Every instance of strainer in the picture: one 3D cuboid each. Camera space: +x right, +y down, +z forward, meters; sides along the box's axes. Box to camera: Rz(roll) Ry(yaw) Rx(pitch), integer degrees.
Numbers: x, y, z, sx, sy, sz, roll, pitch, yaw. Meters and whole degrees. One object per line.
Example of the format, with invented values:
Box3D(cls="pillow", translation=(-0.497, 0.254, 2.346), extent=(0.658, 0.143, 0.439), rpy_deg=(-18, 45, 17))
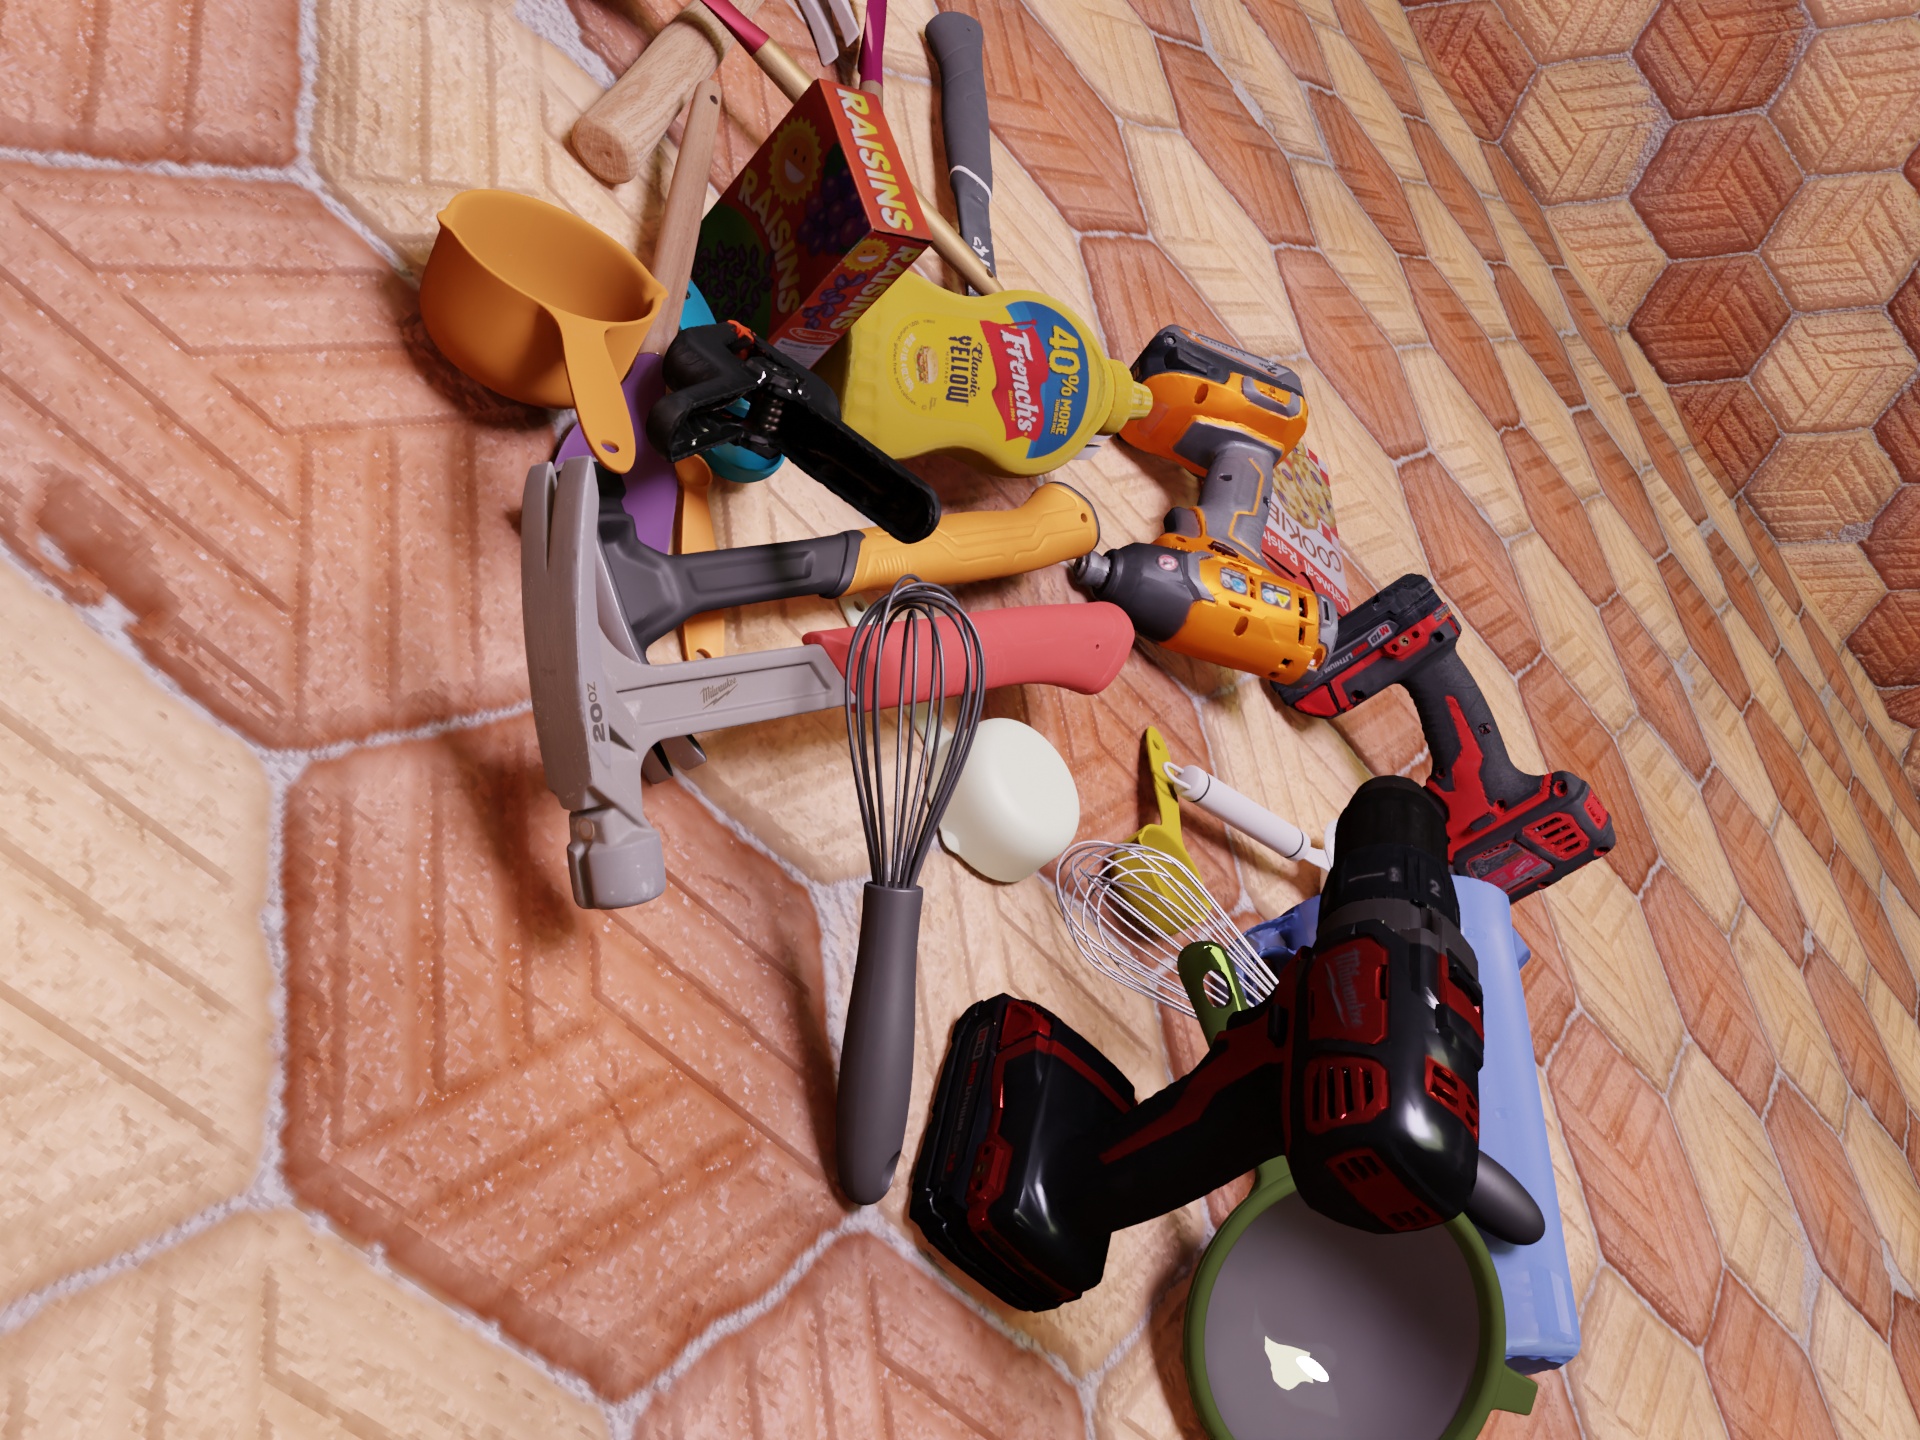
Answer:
Box3D(cls="strainer", translation=(0.144, 0.221, 0.722), extent=(0.151, 0.069, 0.256), rpy_deg=(-20, 87, -13))
Box3D(cls="strainer", translation=(0.200, 0.076, 0.941), extent=(0.258, 0.050, 0.087), rpy_deg=(29, 37, -36))

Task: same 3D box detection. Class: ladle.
Box3D(cls="ladle", translation=(-0.088, -0.335, 0.841), extent=(0.315, 0.031, 0.069), rpy_deg=(41, 40, -22))

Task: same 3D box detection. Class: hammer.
Box3D(cls="hammer", translation=(-0.030, -0.032, 0.661), extent=(0.359, 0.037, 0.149), rpy_deg=(-13, 100, -54))
Box3D(cls="hammer", translation=(-0.135, -0.376, 0.867), extent=(0.130, 0.031, 0.332), rpy_deg=(42, 39, -24))
Box3D(cls="hammer", translation=(-0.036, -0.067, 0.730), extent=(0.337, 0.034, 0.127), rpy_deg=(-17, 84, -50))
Box3D(cls="hammer", translation=(0.013, -0.319, 0.991), extent=(0.149, 0.036, 0.409), rpy_deg=(18, 48, -27))

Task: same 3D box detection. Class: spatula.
Box3D(cls="spatula", translation=(-0.136, -0.180, 0.712), extent=(0.059, 0.018, 0.316), rpy_deg=(31, 51, -37))

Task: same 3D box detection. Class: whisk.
Box3D(cls="whisk", translation=(0.160, 0.152, 0.754), extent=(0.284, 0.070, 0.070), rpy_deg=(38, 35, 4))
Box3D(cls="whisk", translation=(-0.025, 0.064, 0.601), extent=(0.055, 0.055, 0.239), rpy_deg=(5, 91, -50))

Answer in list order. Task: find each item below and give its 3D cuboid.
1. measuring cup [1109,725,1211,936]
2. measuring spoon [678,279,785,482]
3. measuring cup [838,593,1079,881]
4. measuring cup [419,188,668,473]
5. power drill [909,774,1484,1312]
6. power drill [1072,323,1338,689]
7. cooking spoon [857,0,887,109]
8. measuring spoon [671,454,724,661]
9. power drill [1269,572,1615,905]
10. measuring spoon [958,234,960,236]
Box3D(cls="measuring cup", translation=(0.103, 0.056, 0.865), extent=(0.062, 0.029, 0.157), rpy_deg=(43, 26, -25))
Box3D(cls="measuring spoon", translation=(-0.119, -0.160, 0.747), extent=(0.042, 0.021, 0.129), rpy_deg=(-4, 59, -37))
Box3D(cls="measuring cup", translation=(-0.001, -0.002, 0.755), extent=(0.167, 0.038, 0.083), rpy_deg=(56, 35, -2))
Box3D(cls="measuring cup", translation=(-0.156, -0.134, 0.609), extent=(0.095, 0.052, 0.174), rpy_deg=(10, 42, -36))
Box3D(cls="power drill", translation=(0.098, 0.124, 0.621), extent=(0.080, 0.226, 0.188), rpy_deg=(44, 38, -22))
Box3D(cls="power drill", translation=(0.146, -0.137, 0.992), extent=(0.164, 0.084, 0.227), rpy_deg=(16, 54, -18))
Box3D(cls="cooking spoon", translation=(-0.053, -0.356, 0.944), extent=(0.017, 0.068, 0.319), rpy_deg=(5, 61, -9))
Box3D(cls="measuring spoon", translation=(-0.115, -0.065, 0.686), extent=(0.021, 0.011, 0.117), rpy_deg=(14, 58, -40))
Box3D(cls="power drill", translation=(0.309, 0.026, 1.050), extent=(0.220, 0.143, 0.078), rpy_deg=(55, 30, 5))
Box3D(cls="measuring spoon", translation=(0.012, -0.259, 0.986), extent=(0.034, 0.018, 0.124), rpy_deg=(11, 49, -30))
